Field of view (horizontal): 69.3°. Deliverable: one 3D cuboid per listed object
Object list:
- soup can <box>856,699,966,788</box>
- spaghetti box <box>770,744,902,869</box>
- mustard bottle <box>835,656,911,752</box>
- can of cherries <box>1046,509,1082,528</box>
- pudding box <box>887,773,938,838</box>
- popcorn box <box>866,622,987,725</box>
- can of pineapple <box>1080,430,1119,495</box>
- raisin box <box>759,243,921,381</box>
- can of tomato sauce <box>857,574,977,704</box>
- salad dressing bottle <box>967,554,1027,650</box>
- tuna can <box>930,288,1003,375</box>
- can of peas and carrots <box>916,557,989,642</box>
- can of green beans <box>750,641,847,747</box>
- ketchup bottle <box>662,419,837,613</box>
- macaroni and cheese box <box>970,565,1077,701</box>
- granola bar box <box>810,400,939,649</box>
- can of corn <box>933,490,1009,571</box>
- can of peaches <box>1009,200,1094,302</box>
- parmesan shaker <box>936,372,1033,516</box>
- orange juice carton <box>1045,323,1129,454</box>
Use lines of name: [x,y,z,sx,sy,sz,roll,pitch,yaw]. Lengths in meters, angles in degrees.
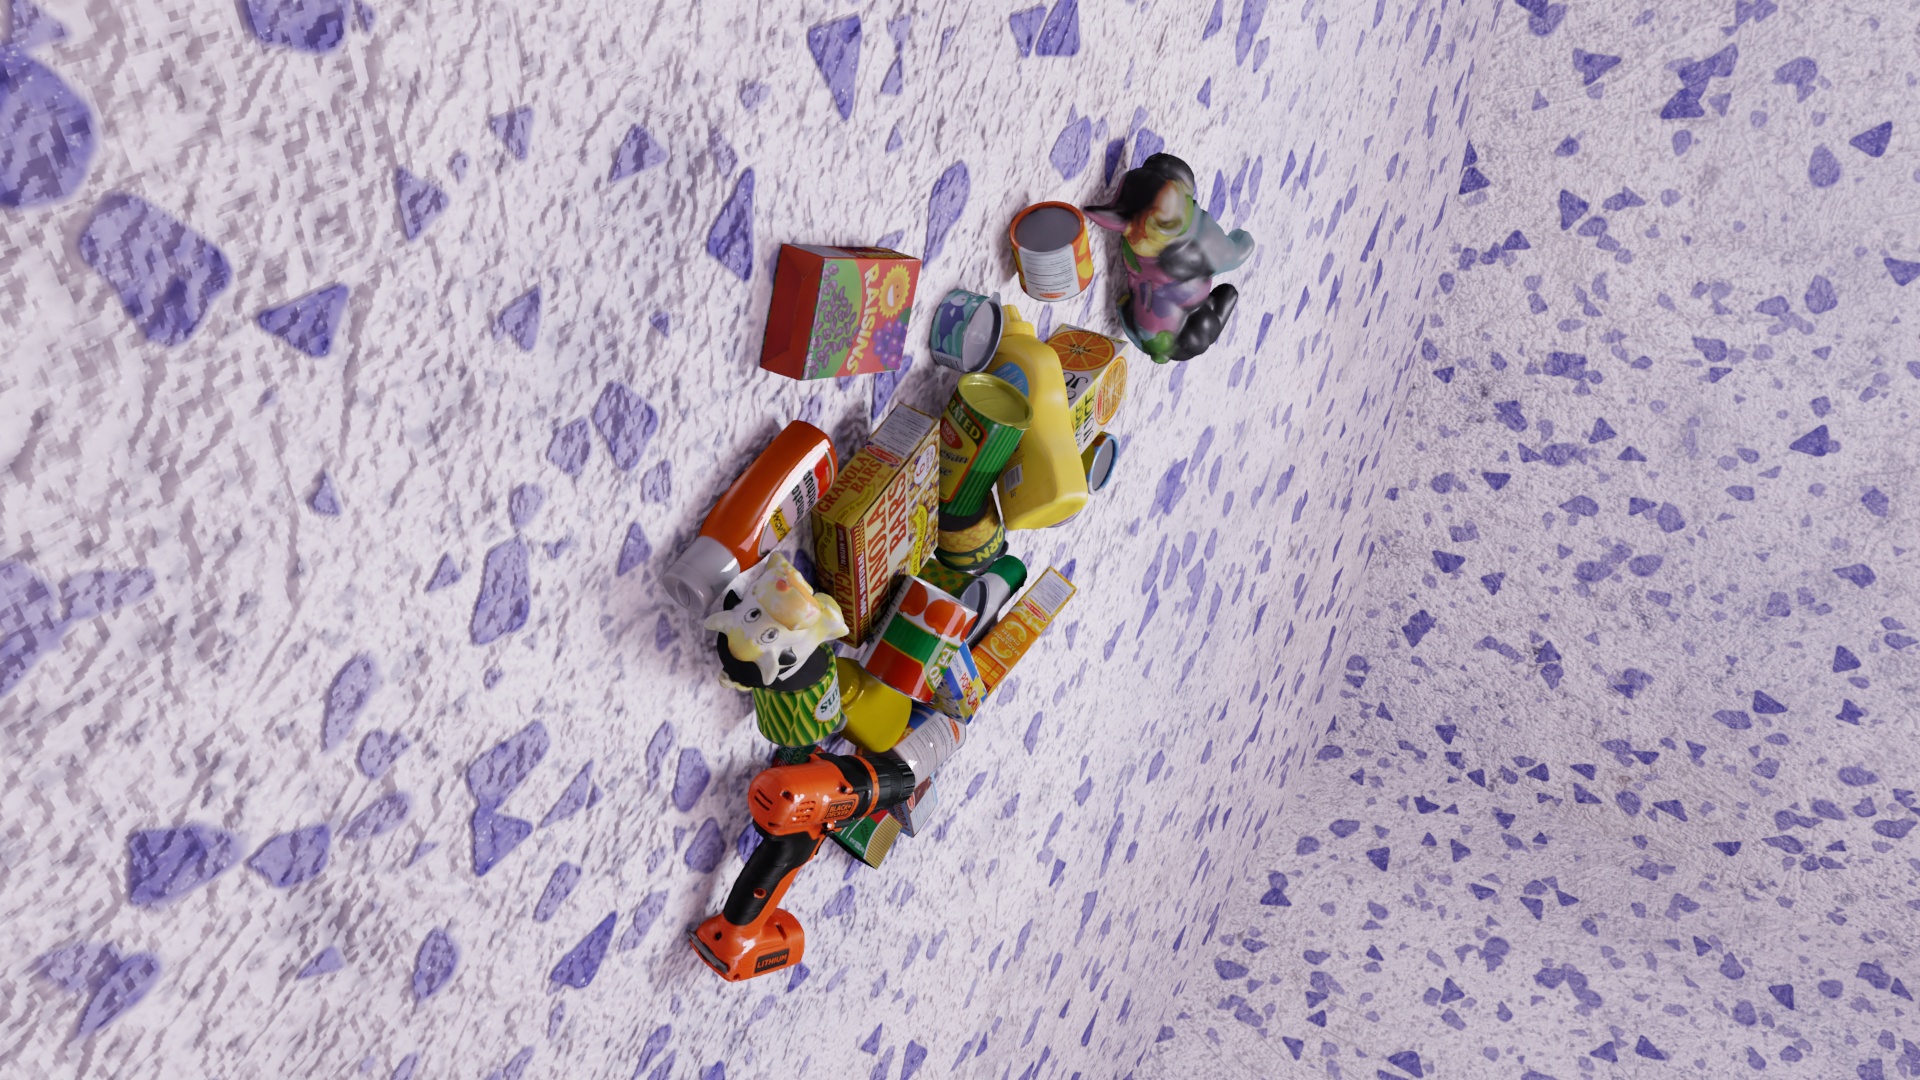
soup can: [-0.047,0.186,1.269,0.084,0.071,0.071,-36,140,-45]
spaghetti box: [-0.108,0.233,1.222,0.050,0.029,0.249,-60,154,-17]
mustard bottle: [-0.089,0.129,1.156,0.065,0.049,0.159,-61,154,-14]
can of cherries: [0.083,-0.051,1.350,0.071,0.071,0.058,-62,155,-15]
pudding box: [-0.049,0.245,1.353,0.050,0.030,0.083,-50,150,-33]
popcorn box: [-0.031,0.106,1.214,0.038,0.085,0.126,-57,154,-22]
can of pineapple: [0.122,-0.086,1.413,0.071,0.058,0.070,-45,146,-42]
raisin box: [-0.081,-0.158,0.960,0.124,0.040,0.085,-18,124,-58]
can of tomato sauce: [-0.032,0.079,1.113,0.083,0.071,0.071,-61,156,1]
salad dressing bottle: [0.015,0.064,1.327,0.148,0.044,0.064,-43,154,-46]
tuna can: [0.006,-0.173,1.135,0.071,0.033,0.070,-46,147,-42]
can of peas and carrots: [-0.017,0.056,1.236,0.071,0.059,0.070,-44,146,-42]
can of green beans: [-0.124,0.112,1.048,0.071,0.071,0.057,-47,147,-40]
ketchup bottle: [-0.142,-0.014,0.941,0.149,0.043,0.064,-52,158,-33]
macaroni and cheese box: [0.036,0.112,1.353,0.167,0.040,0.123,-45,173,-43]
granola bar box: [-0.063,-0.009,1.082,0.125,0.039,0.164,-53,161,-31]
can of corn: [0.004,-0.015,1.209,0.071,0.071,0.058,-57,152,-25]
can of peaches: [0.078,-0.249,1.188,0.071,0.071,0.057,-58,153,-24]
parmesan shaker: [0.010,-0.076,1.138,0.071,0.071,0.102,-34,158,-52]
orange juice carton: [0.083,-0.118,1.291,0.194,0.072,0.072,-49,148,-38]
